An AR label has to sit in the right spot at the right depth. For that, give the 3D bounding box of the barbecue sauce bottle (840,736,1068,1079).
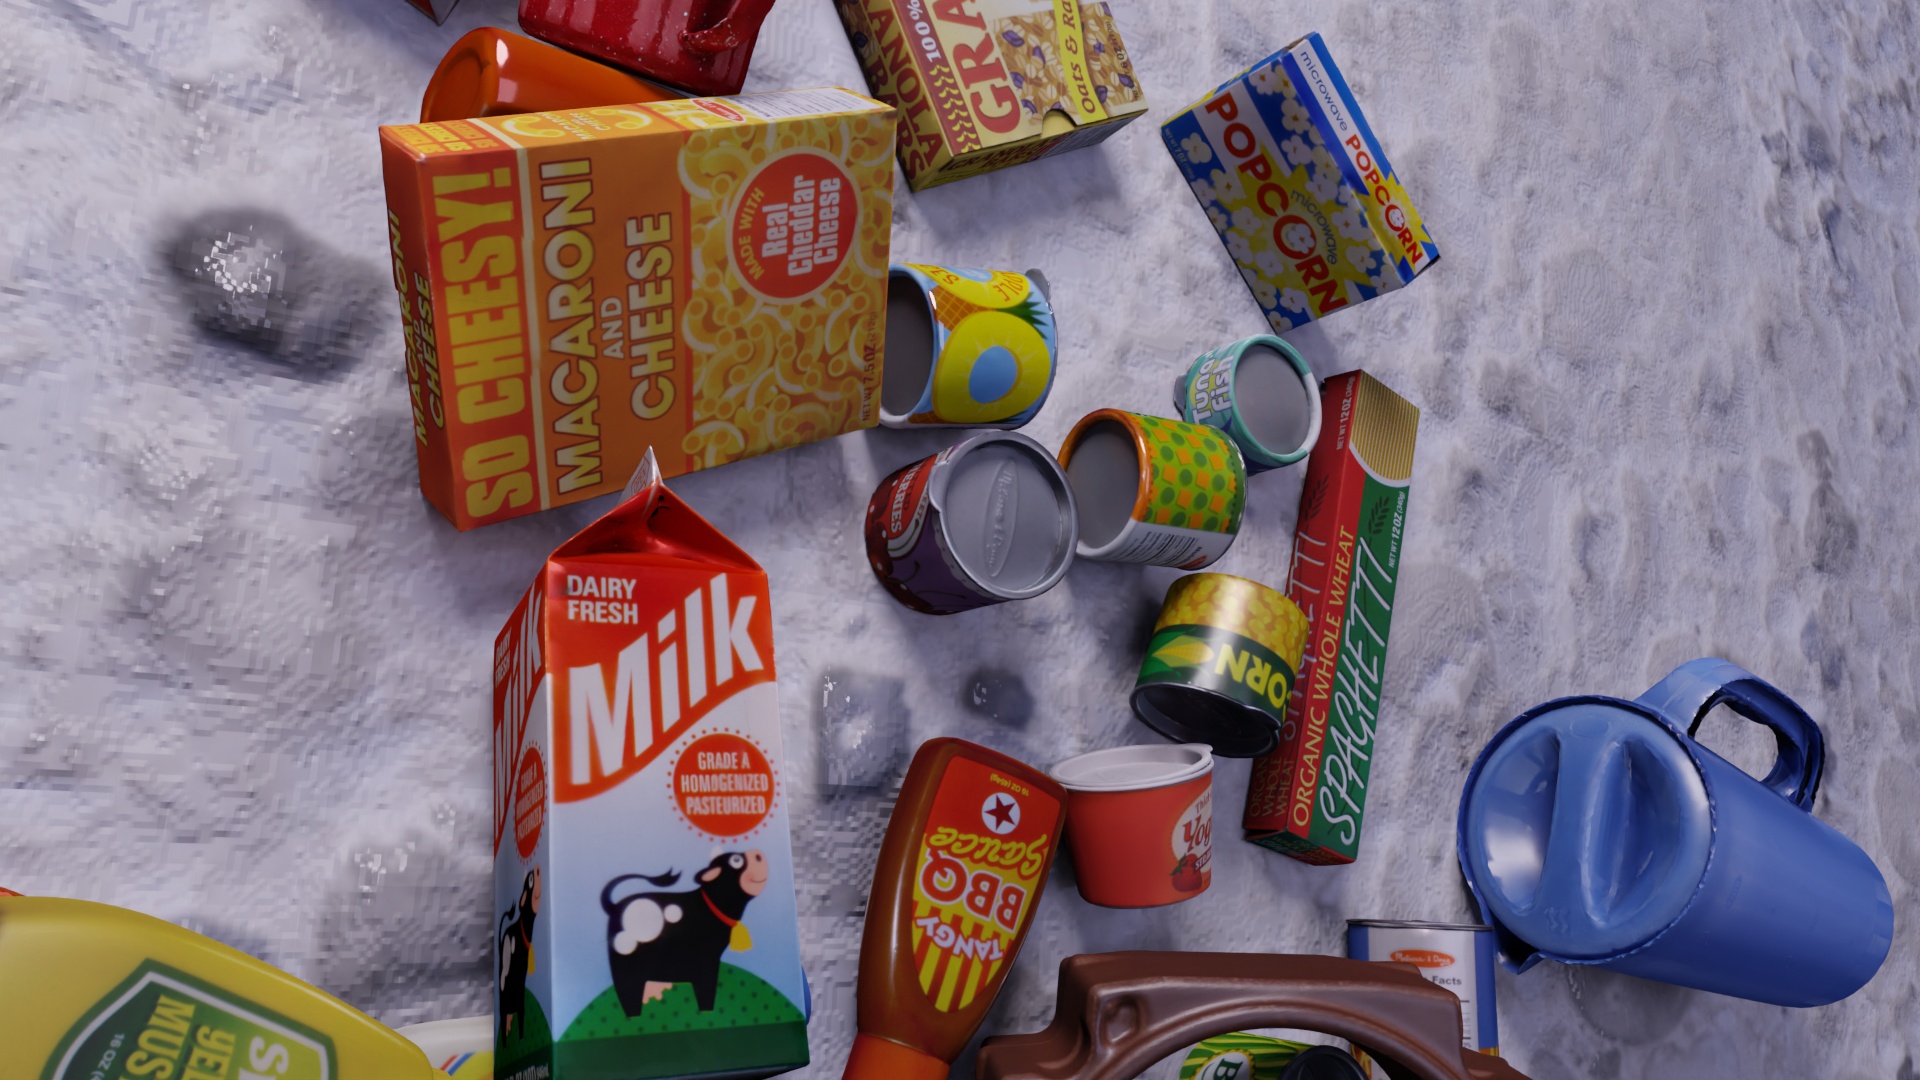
[{"bbox_3d":[-0.009,0.152,0.517,0.065,0.043,0.149,27,65,-16],"label":"barbecue sauce bottle"}]

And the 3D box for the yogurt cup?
[{"bbox_3d":[0.073,0.117,0.571,0.072,0.072,0.054,-9,93,-36],"label":"yogurt cup"}]

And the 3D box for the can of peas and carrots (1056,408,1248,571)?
[{"bbox_3d":[0.081,-0.024,0.606,0.059,0.071,0.071,6,76,-33],"label":"can of peas and carrots"}]

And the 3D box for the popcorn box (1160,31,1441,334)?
[{"bbox_3d":[0.166,-0.173,0.686,0.038,0.085,0.126,-40,103,-33],"label":"popcorn box"}]

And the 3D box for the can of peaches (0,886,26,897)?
[{"bbox_3d":[-0.252,0.114,0.343,0.071,0.071,0.058,34,62,-24],"label":"can of peaches"}]

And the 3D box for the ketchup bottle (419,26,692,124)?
[{"bbox_3d":[-0.112,-0.138,0.504,0.149,0.064,0.043,7,75,-42],"label":"ketchup bottle"}]

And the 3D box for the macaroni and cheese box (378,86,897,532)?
[{"bbox_3d":[-0.102,-0.083,0.472,0.167,0.040,0.123,-18,127,-35],"label":"macaroni and cheese box"}]

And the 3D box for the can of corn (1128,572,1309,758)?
[{"bbox_3d":[0.116,0.054,0.609,0.071,0.071,0.058,36,61,-23],"label":"can of corn"}]

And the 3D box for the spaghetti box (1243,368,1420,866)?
[{"bbox_3d":[0.187,0.034,0.689,0.050,0.028,0.251,27,65,-26],"label":"spaghetti box"}]

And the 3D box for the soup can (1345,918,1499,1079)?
[{"bbox_3d":[0.214,0.220,0.644,0.071,0.071,0.084,11,75,-32],"label":"soup can"}]

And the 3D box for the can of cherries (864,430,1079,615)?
[{"bbox_3d":[0.002,-0.007,0.552,0.071,0.058,0.071,7,77,-33],"label":"can of cherries"}]

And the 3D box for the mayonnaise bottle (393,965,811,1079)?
[{"bbox_3d":[-0.119,0.167,0.440,0.148,0.041,0.065,-14,84,-35],"label":"mayonnaise bottle"}]

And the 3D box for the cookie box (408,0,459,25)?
[{"bbox_3d":[-0.194,-0.288,0.493,0.123,0.040,0.168,34,64,-24],"label":"cookie box"}]

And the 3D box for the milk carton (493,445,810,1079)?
[{"bbox_3d":[-0.101,0.070,0.430,0.073,0.072,0.191,6,61,-29],"label":"milk carton"}]

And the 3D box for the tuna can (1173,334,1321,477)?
[{"bbox_3d":[0.141,-0.066,0.677,0.071,0.032,0.071,8,75,-33],"label":"tuna can"}]

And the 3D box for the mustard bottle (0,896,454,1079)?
[{"bbox_3d":[-0.175,0.138,0.343,0.160,0.049,0.065,39,59,-40],"label":"mustard bottle"}]

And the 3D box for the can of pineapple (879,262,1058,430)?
[{"bbox_3d":[-0.003,-0.079,0.559,0.058,0.071,0.071,-3,81,-35],"label":"can of pineapple"}]

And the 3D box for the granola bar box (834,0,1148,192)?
[{"bbox_3d":[0.003,-0.251,0.620,0.125,0.039,0.165,-25,94,-35],"label":"granola bar box"}]

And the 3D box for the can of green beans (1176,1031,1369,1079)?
[{"bbox_3d":[0.132,0.244,0.585,0.071,0.057,0.071,8,75,-33],"label":"can of green beans"}]
